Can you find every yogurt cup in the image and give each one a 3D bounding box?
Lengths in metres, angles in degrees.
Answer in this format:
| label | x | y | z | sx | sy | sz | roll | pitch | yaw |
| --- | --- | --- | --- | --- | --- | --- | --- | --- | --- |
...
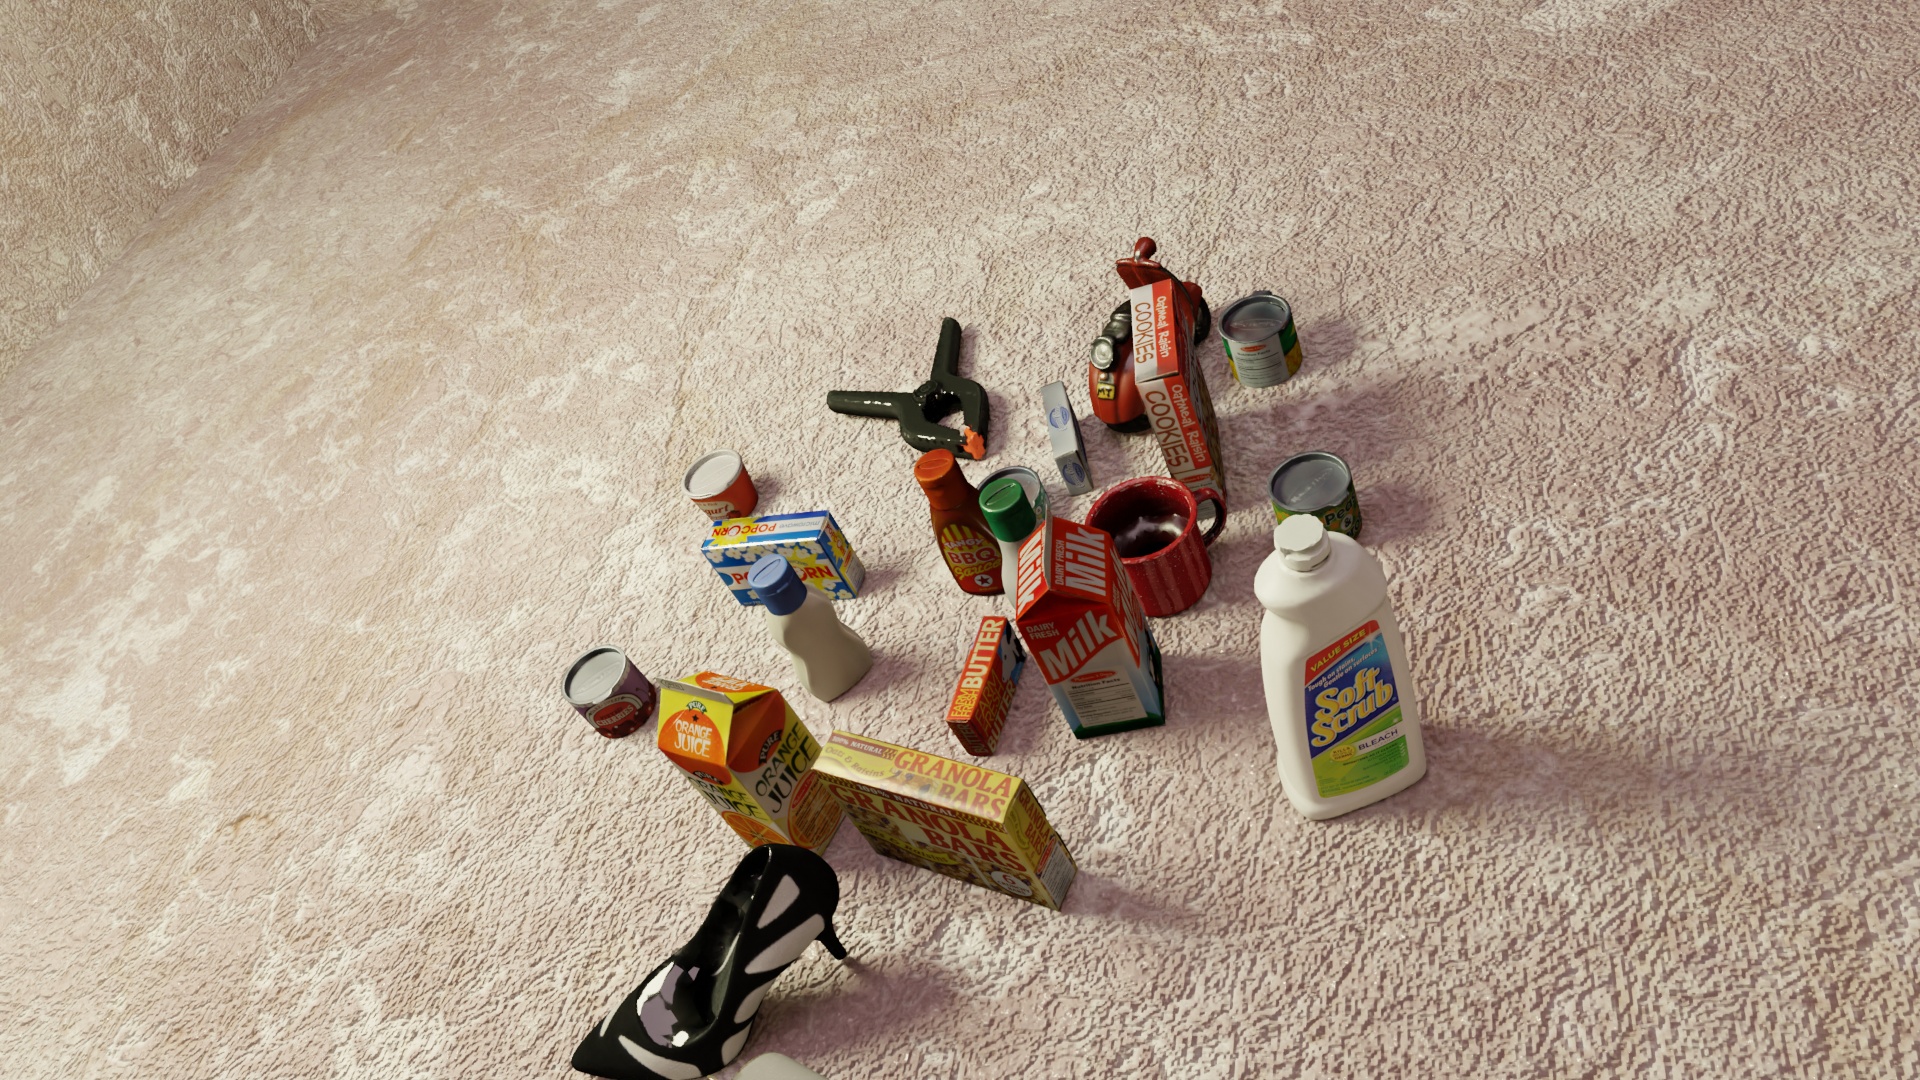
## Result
| label | x | y | z | sx | sy | sz | roll | pitch | yaw |
| --- | --- | --- | --- | --- | --- | --- | --- | --- | --- |
| yogurt cup | -0.242 | -0.052 | 1.412 | 0.072 | 0.053 | 0.073 | -15 | 44 | 15 |

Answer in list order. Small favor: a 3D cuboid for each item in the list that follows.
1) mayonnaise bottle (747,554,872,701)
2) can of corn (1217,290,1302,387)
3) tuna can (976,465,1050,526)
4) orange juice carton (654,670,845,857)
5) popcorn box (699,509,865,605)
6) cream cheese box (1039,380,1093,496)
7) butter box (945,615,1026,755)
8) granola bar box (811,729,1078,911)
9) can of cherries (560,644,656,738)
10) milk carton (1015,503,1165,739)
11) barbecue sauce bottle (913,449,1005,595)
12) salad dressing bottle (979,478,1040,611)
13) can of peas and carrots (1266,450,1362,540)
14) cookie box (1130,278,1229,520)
| label | x | y | z | sx | sy | sz | roll | pitch | yaw |
| --- | --- | --- | --- | --- | --- | --- | --- | --- | --- |
| mayonnaise bottle | -0.129 | 0.071 | 1.164 | 0.065 | 0.147 | 0.041 | -40 | 43 | -12 |
| can of corn | 0.275 | -0.184 | 1.269 | 0.071 | 0.058 | 0.071 | -15 | 44 | 15 |
| tuna can | 0.048 | -0.032 | 1.258 | 0.071 | 0.032 | 0.071 | -15 | 44 | 15 |
| orange juice carton | -0.160 | 0.165 | 1.055 | 0.072 | 0.192 | 0.073 | 9 | 54 | 34 |
| popcorn box | -0.162 | 0.017 | 1.280 | 0.126 | 0.085 | 0.038 | -5 | 47 | 24 |
| cream cheese box | 0.098 | -0.094 | 1.277 | 0.024 | 0.053 | 0.104 | -18 | 43 | 11 |
| butter box | 0.022 | 0.116 | 1.112 | 0.024 | 0.053 | 0.104 | 0 | 49 | 28 |
| granola bar box | -0.011 | 0.199 | 0.995 | 0.165 | 0.123 | 0.039 | 9 | 54 | 34 |
| can of cherries | -0.319 | 0.139 | 1.262 | 0.071 | 0.058 | 0.072 | -15 | 44 | 15 |
| milk carton | 0.092 | 0.061 | 1.028 | 0.073 | 0.189 | 0.073 | -13 | 45 | 17 |
| barbecue sauce bottle | 0.004 | -0.015 | 1.178 | 0.065 | 0.148 | 0.044 | -8 | 46 | 21 |
| salad dressing bottle | 0.056 | 0.012 | 1.126 | 0.064 | 0.147 | 0.044 | -34 | 42 | -6 |
| can of peas and carrots | 0.286 | -0.028 | 1.111 | 0.071 | 0.058 | 0.071 | -15 | 44 | 15 |
| cookie box | 0.185 | -0.117 | 1.169 | 0.040 | 0.166 | 0.123 | -13 | 44 | 17 |
